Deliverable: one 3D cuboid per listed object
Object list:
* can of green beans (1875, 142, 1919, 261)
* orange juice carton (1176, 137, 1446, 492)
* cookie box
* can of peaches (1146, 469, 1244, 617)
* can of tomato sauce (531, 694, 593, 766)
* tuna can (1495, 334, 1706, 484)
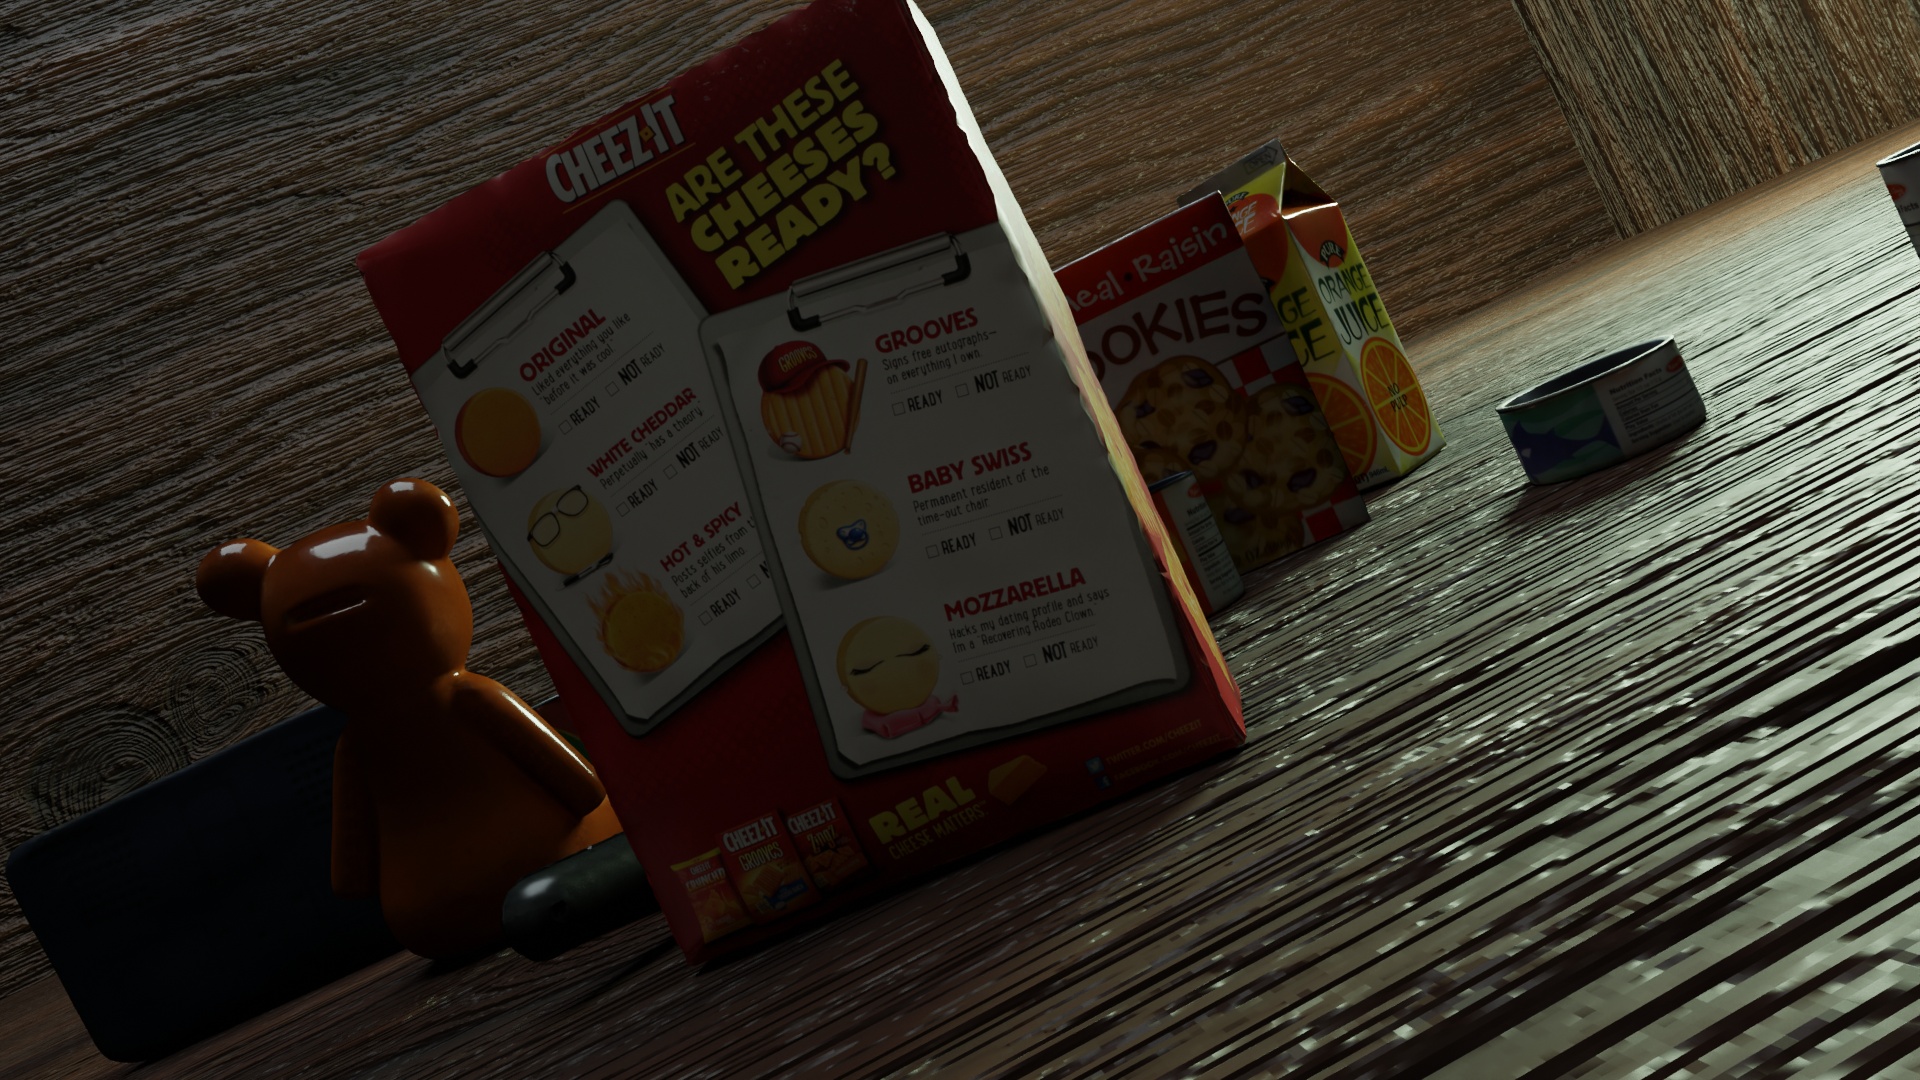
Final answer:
[{"bbox_3d":[0.367,-0.121,0.484,0.071,0.058,0.071,-25,1,1],"label":"can of green beans"},{"bbox_3d":[0.186,-0.118,0.766,0.071,0.192,0.073,-24,1,42],"label":"orange juice carton"},{"bbox_3d":[0.101,-0.062,0.660,0.123,0.167,0.040,-25,1,12],"label":"cookie box"},{"bbox_3d":[0.079,0.010,0.598,0.071,0.058,0.071,-25,1,1],"label":"can of peaches"},{"bbox_3d":[-0.225,0.130,0.848,0.071,0.083,0.071,-25,1,1],"label":"can of tomato sauce"},{"bbox_3d":[0.238,-0.048,0.521,0.071,0.033,0.071,-25,1,1],"label":"tuna can"}]
